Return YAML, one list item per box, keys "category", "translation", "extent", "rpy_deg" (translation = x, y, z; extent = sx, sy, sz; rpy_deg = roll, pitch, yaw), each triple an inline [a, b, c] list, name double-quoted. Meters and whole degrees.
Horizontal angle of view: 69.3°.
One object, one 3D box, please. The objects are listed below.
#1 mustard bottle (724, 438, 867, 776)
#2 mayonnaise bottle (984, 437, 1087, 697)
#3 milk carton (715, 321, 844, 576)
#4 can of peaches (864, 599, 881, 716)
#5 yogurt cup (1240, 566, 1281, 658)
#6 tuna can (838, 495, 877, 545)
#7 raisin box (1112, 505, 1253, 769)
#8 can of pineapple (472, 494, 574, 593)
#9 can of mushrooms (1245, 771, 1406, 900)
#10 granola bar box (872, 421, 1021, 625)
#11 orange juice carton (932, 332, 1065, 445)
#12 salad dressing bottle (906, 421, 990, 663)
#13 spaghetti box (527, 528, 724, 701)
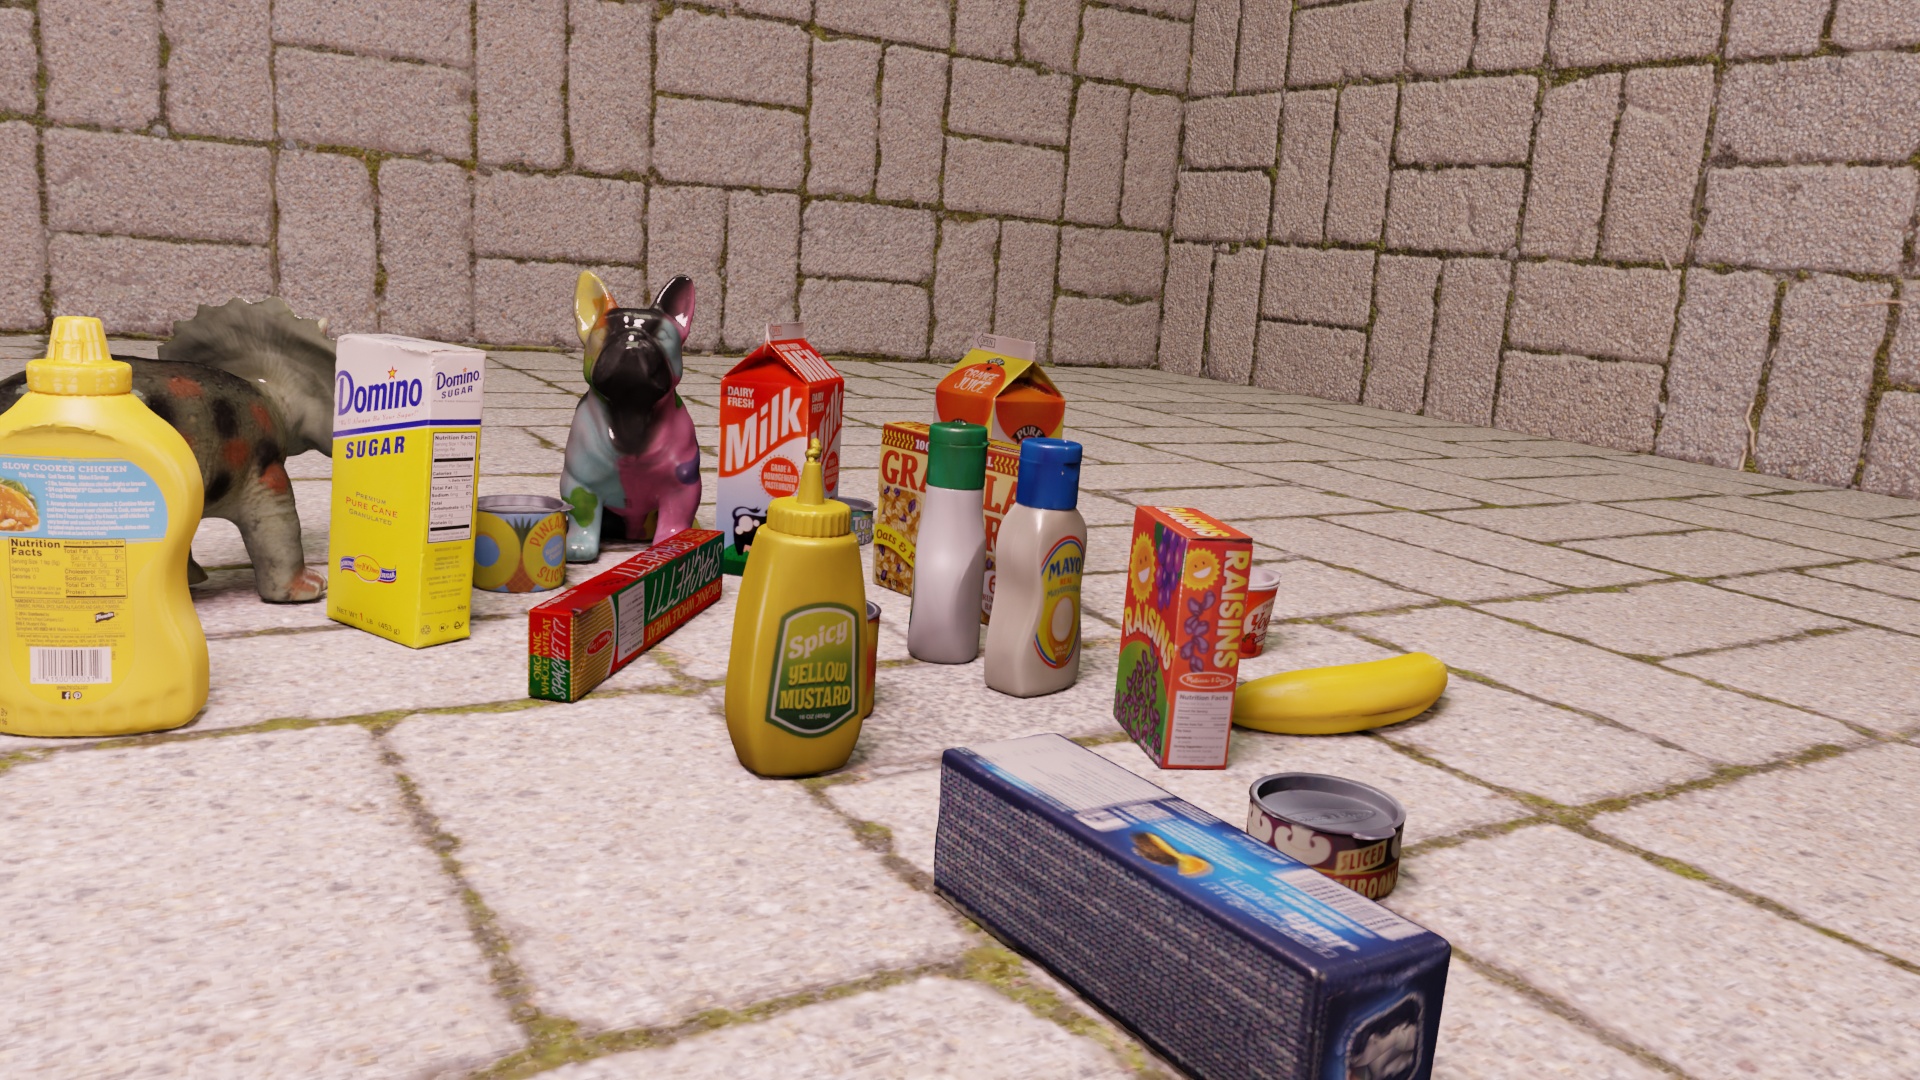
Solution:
- category: "mustard bottle"
  translation: [-0.076, 0.031, 0.663]
  extent: [0.065, 0.159, 0.049]
  rpy_deg: [-2, 13, -31]
- category: "mayonnaise bottle"
  translation: [0.048, 0.015, 0.818]
  extent: [0.041, 0.147, 0.065]
  rpy_deg: [14, 15, 40]
- category: "milk carton"
  translation: [-0.136, -0.069, 1.050]
  extent: [0.073, 0.190, 0.072]
  rpy_deg: [8, 12, 15]
- category: "can of peaches"
  translation: [-0.080, 0.064, 0.757]
  extent: [0.071, 0.058, 0.071]
  rpy_deg: [4, 11, -1]
- category: "yogurt cup"
  translation: [0.180, 0.047, 0.944]
  extent: [0.072, 0.053, 0.072]
  rpy_deg: [4, 11, -1]
- category: "tuna can"
  translation: [-0.106, -0.017, 1.197]
  extent: [0.071, 0.032, 0.071]
  rpy_deg: [4, 12, -1]
- category: "raisin box"
  translation: [0.117, 0.049, 0.741]
  extent: [0.040, 0.123, 0.086]
  rpy_deg: [2, 11, -11]
- category: "can of pineapple"
  translation: [-0.307, 0.002, 0.969]
  extent: [0.071, 0.057, 0.071]
  rpy_deg: [4, 11, -1]
- category: "can of mushrooms"
  translation: [0.157, 0.128, 0.598]
  extent: [0.071, 0.033, 0.071]
  rpy_deg: [4, 12, -1]
- category: "granola bar box"
  translation: [0.004, -0.012, 0.992]
  extent: [0.039, 0.124, 0.165]
  rpy_deg: [-5, 15, -41]
- category: "orange juice carton"
  translation: [0.026, -0.059, 1.057]
  extent: [0.073, 0.192, 0.072]
  rpy_deg: [-4, 14, -38]
- category: "salad dressing bottle"
  translation: [-0.006, 0.001, 0.867]
  extent: [0.044, 0.147, 0.064]
  rpy_deg: [8, 12, 15]
- category: "spaghetti box"
  translation: [-0.197, 0.038, 0.854]
  extent: [0.029, 0.050, 0.251]
  rpy_deg: [6, 12, 8]
